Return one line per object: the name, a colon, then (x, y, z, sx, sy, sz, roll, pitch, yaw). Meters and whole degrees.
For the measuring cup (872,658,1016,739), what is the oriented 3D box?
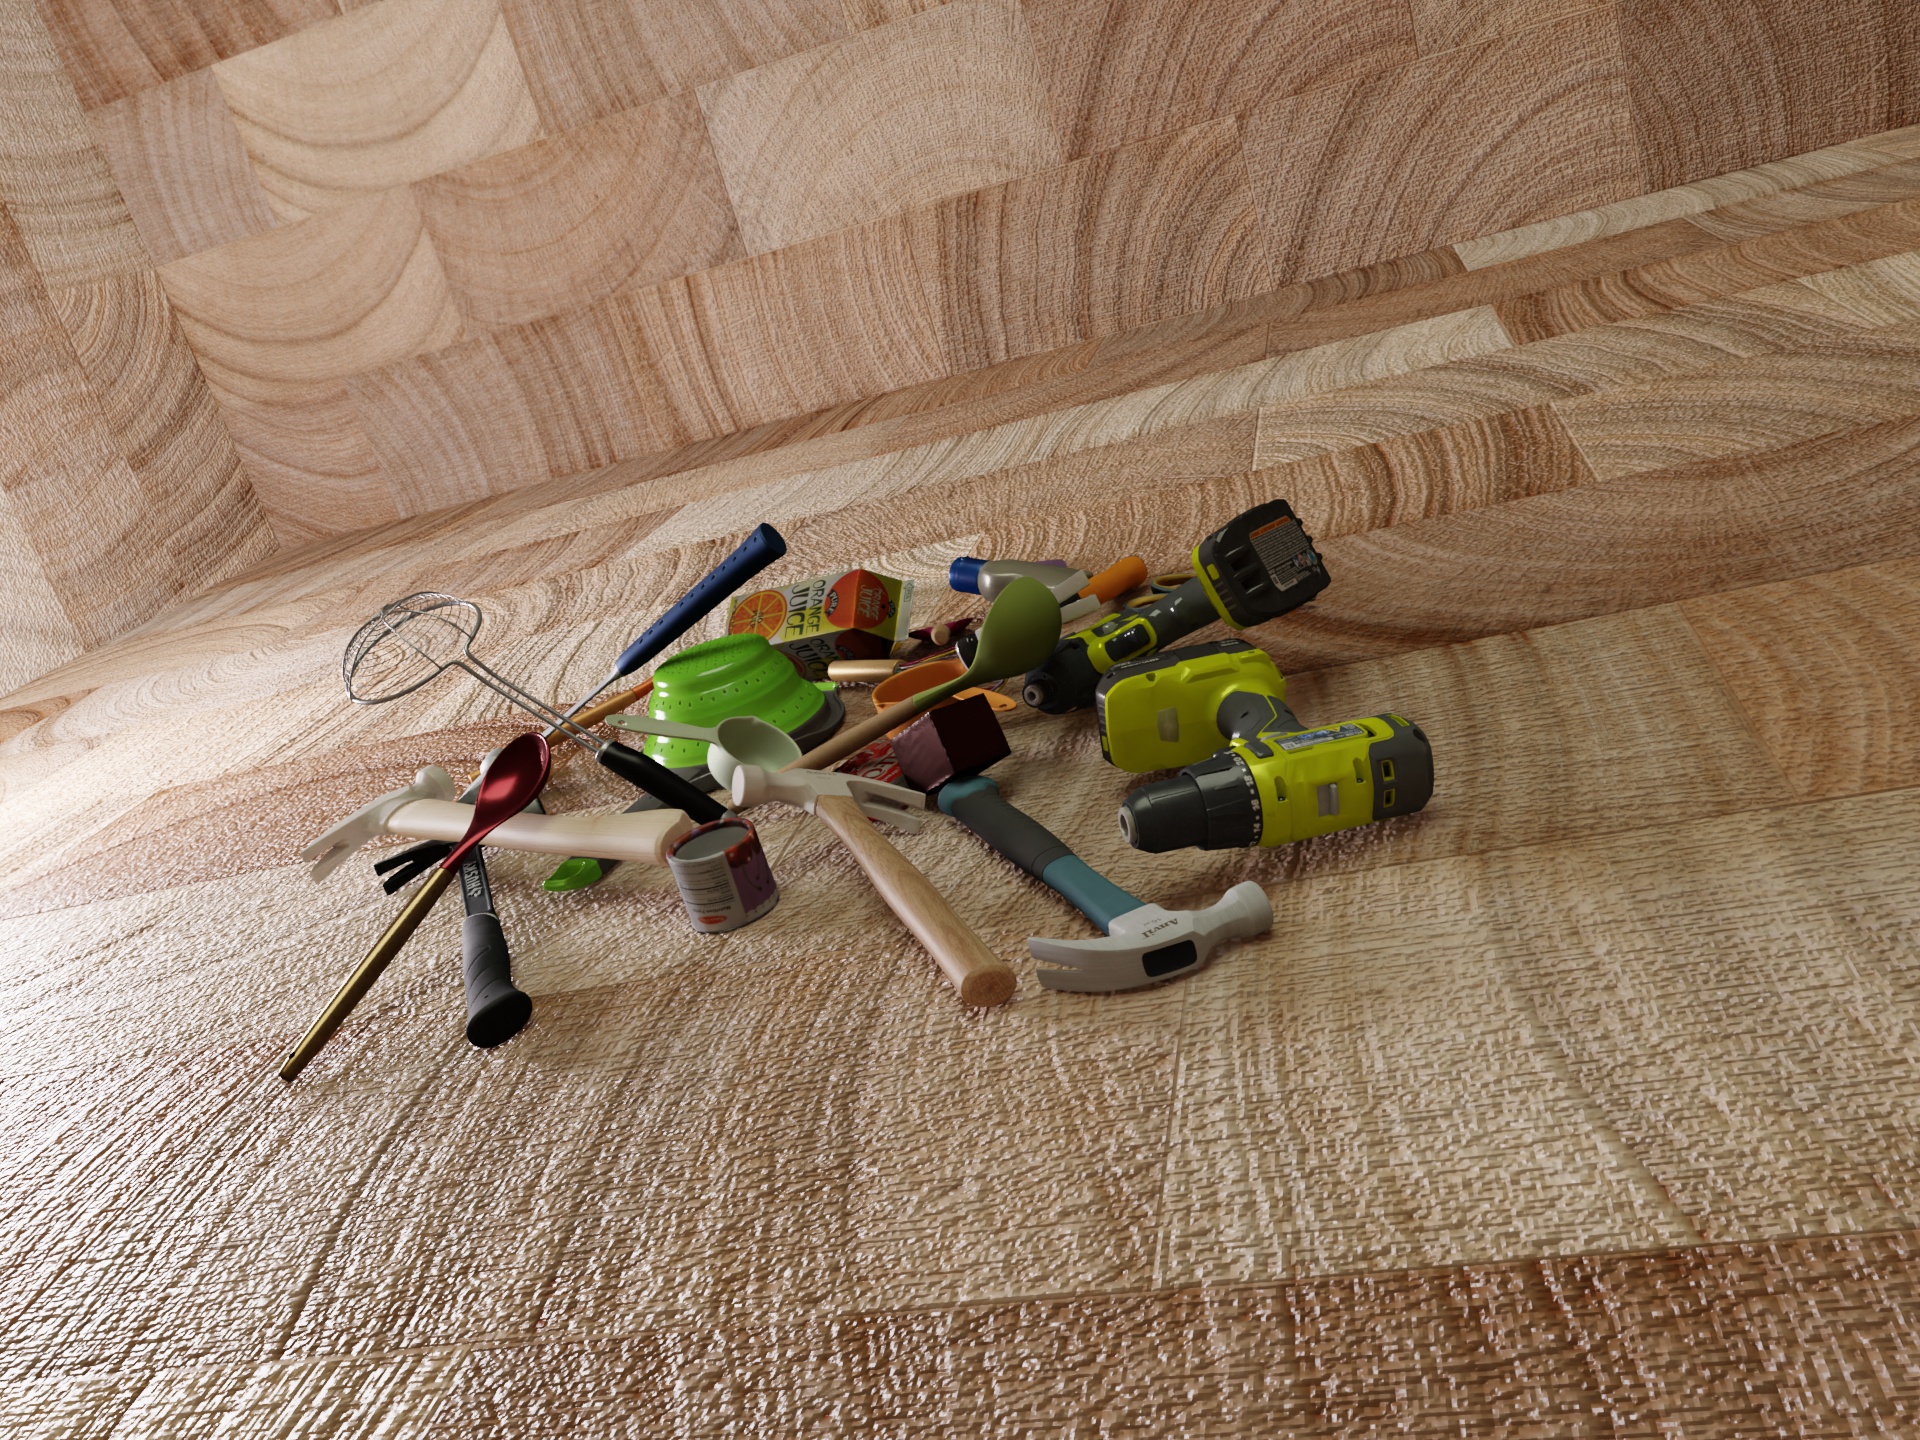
measuring cup: (-0.002, -0.004, 1.308, 0.095, 0.052, 0.174, -28, 24, -28)

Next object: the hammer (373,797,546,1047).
hammer: (-0.375, 0.151, 1.225, 0.149, 0.036, 0.409, -23, 21, -13)

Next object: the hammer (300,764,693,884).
hammer: (-0.366, 0.092, 1.268, 0.411, 0.038, 0.146, 1, 30, 40)

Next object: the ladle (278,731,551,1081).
ladle: (-0.395, 0.132, 1.173, 0.069, 0.031, 0.316, 0, 45, 37)

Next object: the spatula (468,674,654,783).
spatula: (-0.356, -0.007, 1.651, 0.322, 0.041, 0.081, -30, 25, -21)

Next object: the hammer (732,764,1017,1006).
hammer: (-0.044, 0.099, 1.048, 0.130, 0.031, 0.332, 4, 17, -26)

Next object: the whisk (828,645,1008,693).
whisk: (-0.038, -0.049, 1.463, 0.051, 0.047, 0.245, -27, 19, -40)

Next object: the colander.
colander: (-0.248, 0.016, 1.389, 0.204, 0.094, 0.397, -6, 22, 28)

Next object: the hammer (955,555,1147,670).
hammer: (0.112, -0.113, 1.419, 0.127, 0.034, 0.337, -28, 1, 26)

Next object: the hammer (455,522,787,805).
hammer: (-0.317, -0.039, 1.456, 0.405, 0.035, 0.144, -38, 17, 18)

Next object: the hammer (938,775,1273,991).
hammer: (0.061, 0.092, 1.026, 0.128, 0.033, 0.331, -22, 20, -15)

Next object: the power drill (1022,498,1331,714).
power drill: (0.157, -0.075, 1.222, 0.223, 0.080, 0.171, -31, -2, 37)

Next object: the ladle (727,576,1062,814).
ladle: (-0.059, -0.012, 1.235, 0.320, 0.062, 0.078, -29, -21, 21)

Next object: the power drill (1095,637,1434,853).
power drill: (0.170, 0.020, 1.039, 0.190, 0.080, 0.229, -12, 19, -10)

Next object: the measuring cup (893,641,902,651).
measuring cup: (-0.104, -0.097, 1.664, 0.062, 0.029, 0.157, -20, 22, -9)

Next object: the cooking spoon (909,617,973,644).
cooking spoon: (-0.018, -0.080, 1.465, 0.069, 0.017, 0.319, -14, 4, 0)

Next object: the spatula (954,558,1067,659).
spatula: (0.047, -0.111, 1.598, 0.060, 0.018, 0.316, -4, 23, 22)

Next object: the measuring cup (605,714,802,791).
measuring cup: (-0.213, 0.026, 1.304, 0.167, 0.038, 0.083, 11, 32, -24)

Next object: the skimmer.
skimmer: (-0.344, 0.007, 1.309, 0.363, 0.090, 0.127, 31, 57, 5)
